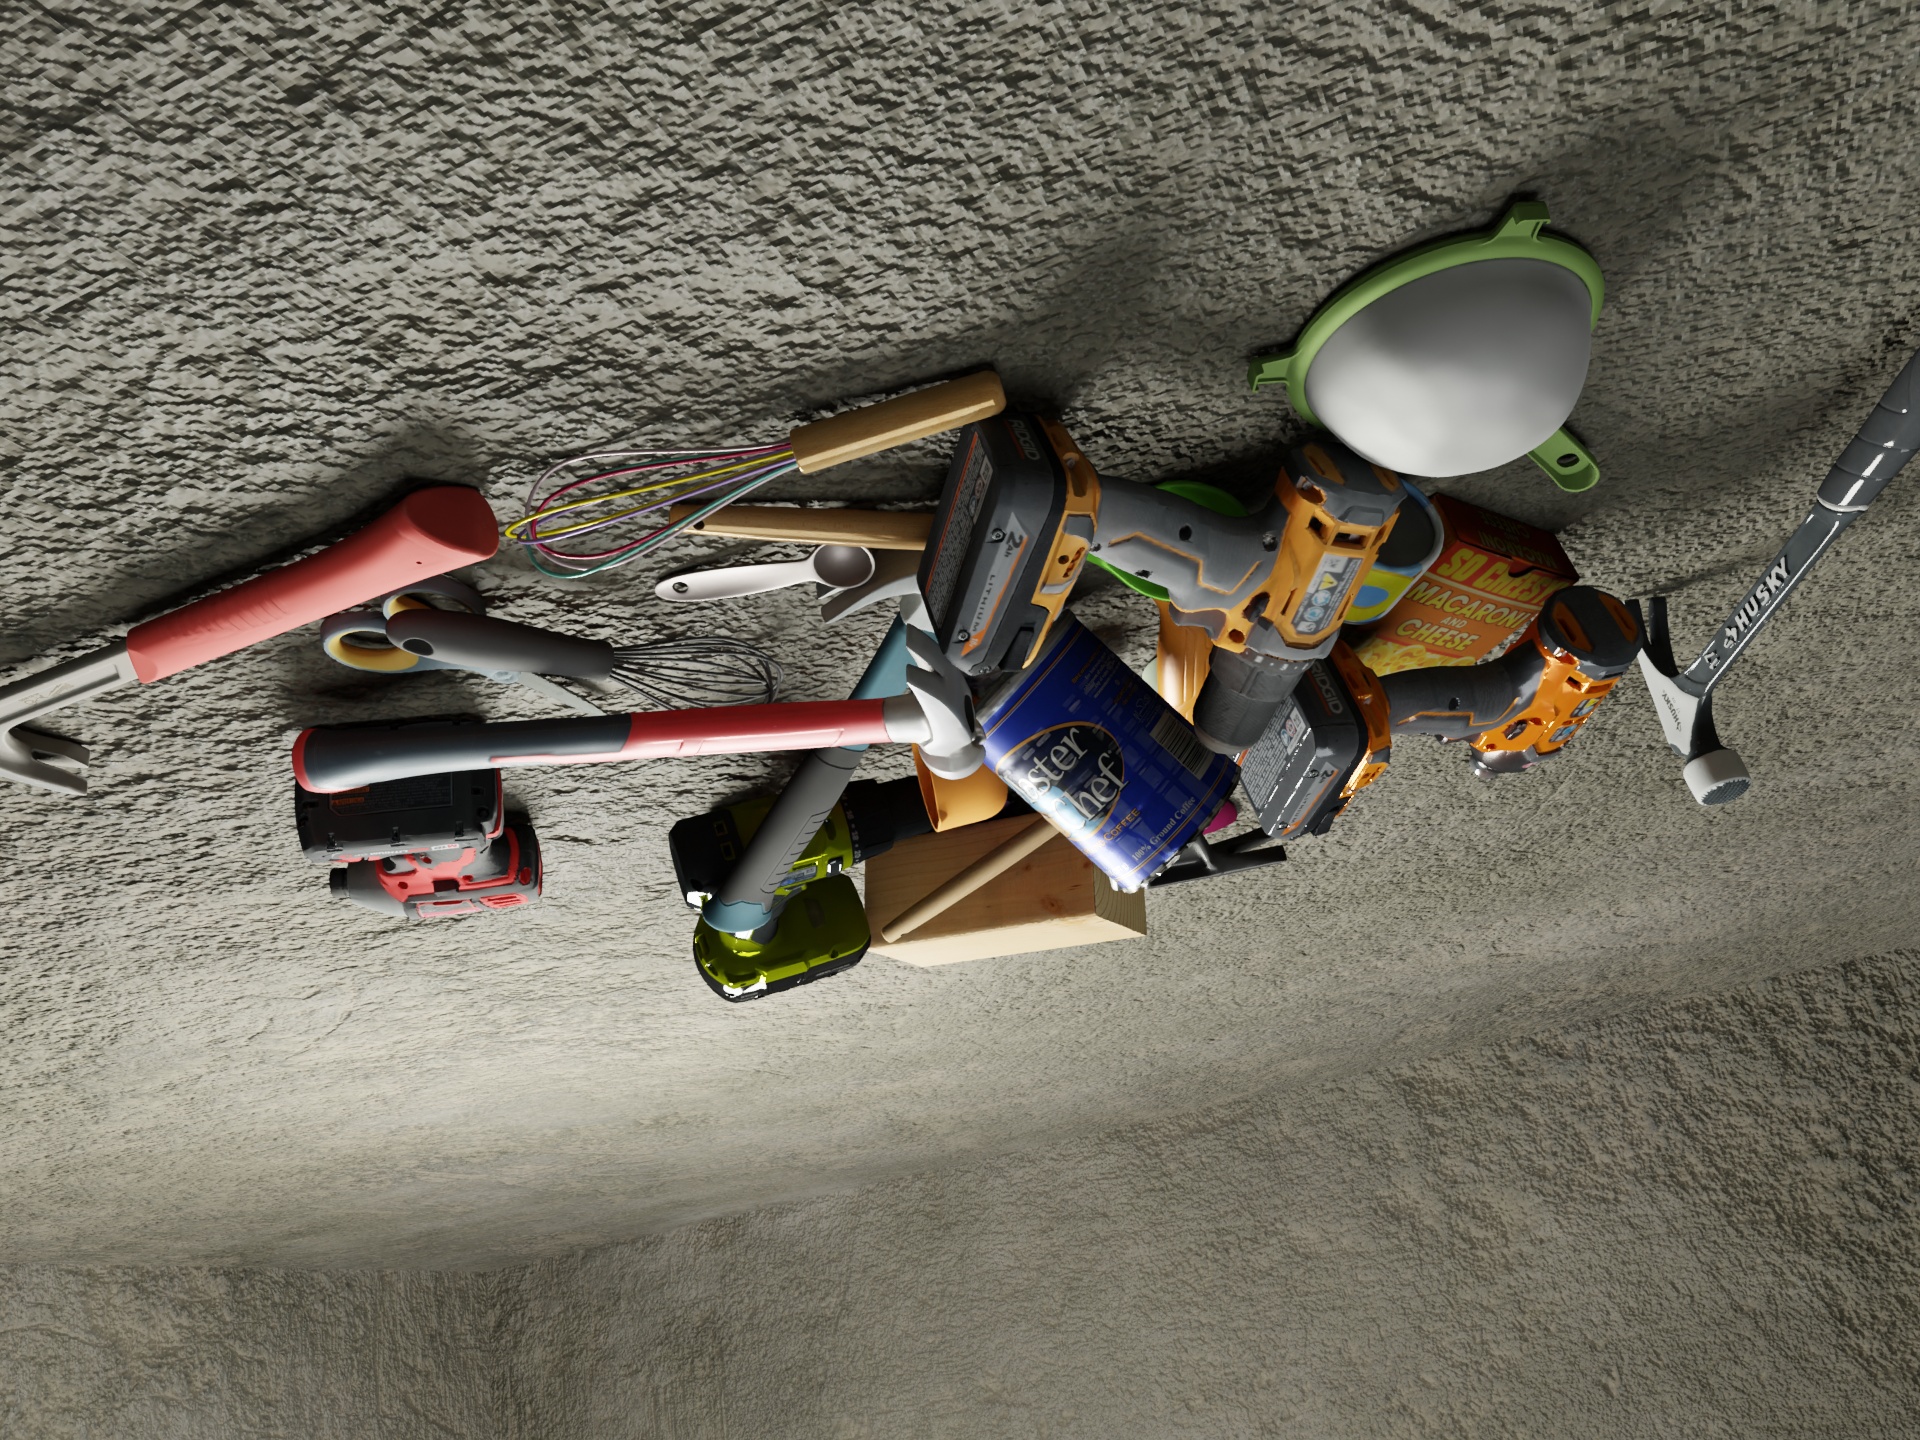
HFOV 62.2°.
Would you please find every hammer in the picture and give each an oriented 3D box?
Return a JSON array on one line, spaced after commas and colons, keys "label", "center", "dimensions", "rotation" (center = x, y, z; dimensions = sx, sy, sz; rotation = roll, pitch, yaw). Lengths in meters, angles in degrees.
[{"label": "hammer", "center": [-0.187, 0.004, 0.859], "dimensions": [0.386, 0.038, 0.143], "rotation": [-4, 159, 10]}, {"label": "hammer", "center": [0.490, -0.116, 0.905], "dimensions": [0.036, 0.149, 0.408], "rotation": [-6, 147, -9]}, {"label": "hammer", "center": [-0.386, -0.040, 0.814], "dimensions": [0.359, 0.037, 0.149], "rotation": [-17, 155, 18]}, {"label": "hammer", "center": [0.152, 0.005, 1.025], "dimensions": [0.127, 0.034, 0.336], "rotation": [-10, 142, 1]}, {"label": "hammer", "center": [-0.073, 0.021, 0.958], "dimensions": [0.128, 0.033, 0.331], "rotation": [13, 130, -28]}]

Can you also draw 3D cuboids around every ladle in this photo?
[{"label": "ladle", "center": [0.071, 0.087, 1.165], "dimensions": [0.320, 0.062, 0.078], "rotation": [-36, 160, 19]}]

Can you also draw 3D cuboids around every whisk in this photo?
[{"label": "whisk", "center": [-0.097, -0.118, 0.742], "dimensions": [0.245, 0.051, 0.047], "rotation": [-16, 150, 6]}, {"label": "whisk", "center": [-0.200, -0.032, 0.880], "dimensions": [0.238, 0.055, 0.055], "rotation": [10, 150, -39]}]

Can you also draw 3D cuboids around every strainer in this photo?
[{"label": "strainer", "center": [0.269, -0.144, 0.788], "dimensions": [0.151, 0.069, 0.256], "rotation": [-27, 150, 34]}]

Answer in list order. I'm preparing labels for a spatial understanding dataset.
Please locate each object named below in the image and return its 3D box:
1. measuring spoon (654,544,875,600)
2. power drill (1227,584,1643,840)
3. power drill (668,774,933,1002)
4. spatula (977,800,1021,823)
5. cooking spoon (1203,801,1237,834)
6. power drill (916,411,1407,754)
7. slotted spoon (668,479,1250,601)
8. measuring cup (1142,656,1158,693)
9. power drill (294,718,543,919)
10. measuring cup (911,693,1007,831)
[{"label": "measuring spoon", "center": [-0.106, -0.083, 0.857], "dimensions": [0.124, 0.018, 0.034], "rotation": [-7, 135, 11]}, {"label": "power drill", "center": [0.283, 0.003, 0.972], "dimensions": [0.226, 0.084, 0.164], "rotation": [-12, 149, -16]}, {"label": "power drill", "center": [-0.114, 0.117, 1.167], "dimensions": [0.190, 0.080, 0.228], "rotation": [-14, 153, -17]}, {"label": "spatula", "center": [0.057, 0.092, 1.305], "dimensions": [0.060, 0.018, 0.315], "rotation": [-18, 155, 29]}, {"label": "cooking spoon", "center": [0.133, 0.058, 1.256], "dimensions": [0.069, 0.017, 0.318], "rotation": [-24, 153, 28]}, {"label": "power drill", "center": [0.096, -0.063, 0.819], "dimensions": [0.226, 0.084, 0.185], "rotation": [4, 129, -20]}, {"label": "slotted spoon", "center": [0.006, -0.100, 0.835], "dimensions": [0.313, 0.031, 0.070], "rotation": [1, 117, -15]}, {"label": "measuring cup", "center": [0.202, -0.035, 1.047], "dimensions": [0.167, 0.038, 0.083], "rotation": [-18, 155, 21]}, {"label": "power drill", "center": [-0.359, 0.077, 1.046], "dimensions": [0.143, 0.079, 0.219], "rotation": [-5, 159, -10]}, {"label": "measuring cup", "center": [-0.002, -0.003, 1.012], "dimensions": [0.052, 0.095, 0.173], "rotation": [-11, 138, -9]}]
